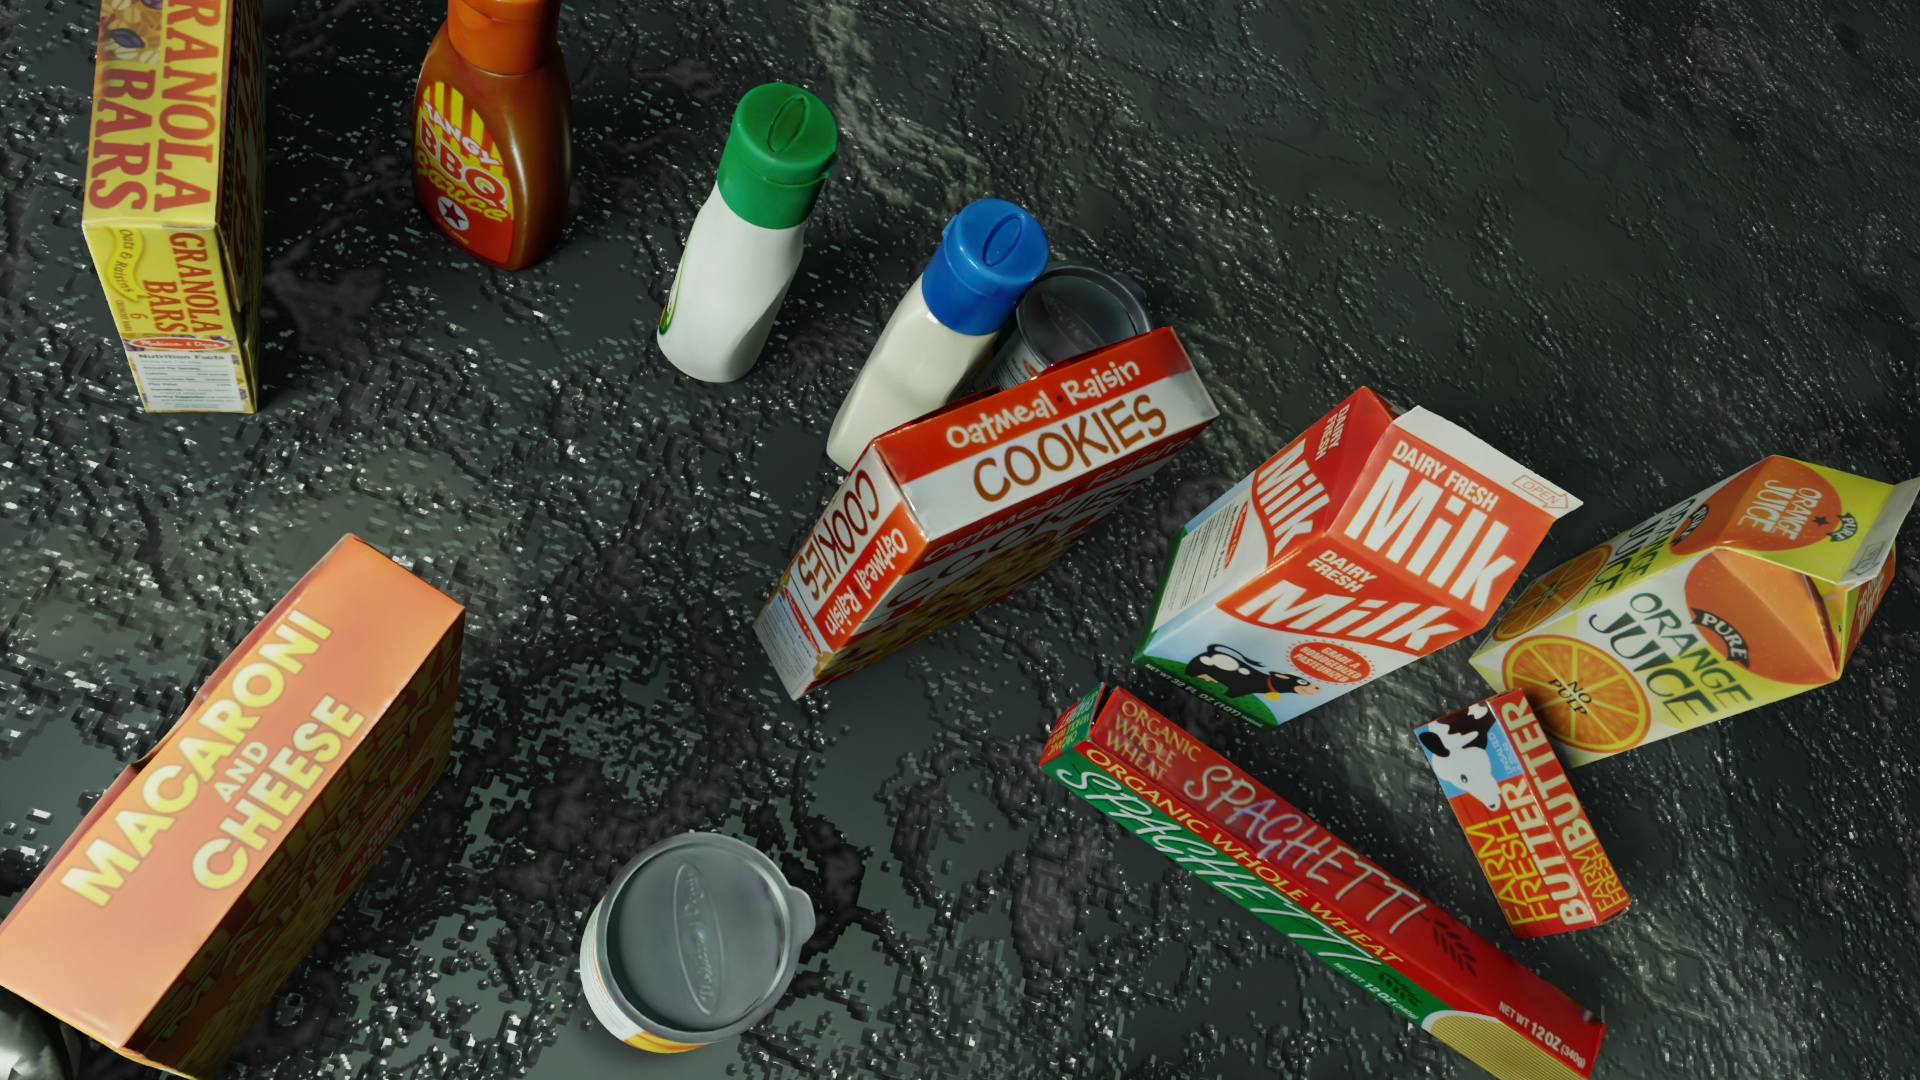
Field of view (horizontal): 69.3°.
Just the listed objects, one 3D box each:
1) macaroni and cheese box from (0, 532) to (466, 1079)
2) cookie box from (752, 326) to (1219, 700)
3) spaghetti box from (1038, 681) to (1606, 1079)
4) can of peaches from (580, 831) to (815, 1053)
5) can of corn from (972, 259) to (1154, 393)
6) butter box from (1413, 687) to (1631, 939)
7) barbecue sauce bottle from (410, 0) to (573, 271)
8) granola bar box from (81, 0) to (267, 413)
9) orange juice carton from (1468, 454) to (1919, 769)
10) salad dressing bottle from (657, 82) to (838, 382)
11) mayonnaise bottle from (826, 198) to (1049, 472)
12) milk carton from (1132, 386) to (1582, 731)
[{"bbox_3d":[-0.195,0.083,0.390,0.040,0.165,0.124,33,59,-5],"label":"macaroni and cheese box"},{"bbox_3d":[0.002,-0.006,0.509,0.123,0.166,0.040,-24,78,-29],"label":"cookie box"},{"bbox_3d":[0.145,0.143,0.566,0.250,0.050,0.029,35,59,-4],"label":"spaghetti box"},{"bbox_3d":[-0.090,0.137,0.470,0.071,0.057,0.071,9,64,-18],"label":"can of peaches"},{"bbox_3d":[0.047,-0.084,0.625,0.071,0.058,0.071,9,64,-18],"label":"can of corn"},{"bbox_3d":[0.247,0.121,0.615,0.024,0.053,0.103,-15,73,-27],"label":"butter box"},{"bbox_3d":[-0.174,-0.165,0.521,0.065,0.148,0.044,40,59,-1],"label":"barbecue sauce bottle"},{"bbox_3d":[-0.270,-0.145,0.488,0.039,0.123,0.166,-1,68,-22],"label":"granola bar box"},{"bbox_3d":[0.323,0.029,0.606,0.073,0.191,0.072,48,59,4],"label":"orange juice carton"},{"bbox_3d":[-0.083,-0.115,0.535,0.044,0.147,0.064,26,60,-9],"label":"salad dressing bottle"},{"bbox_3d":[-0.010,-0.077,0.547,0.041,0.147,0.065,34,59,-5],"label":"mayonnaise bottle"},{"bbox_3d":[0.149,0.006,0.548,0.072,0.189,0.074,28,60,-8],"label":"milk carton"}]
